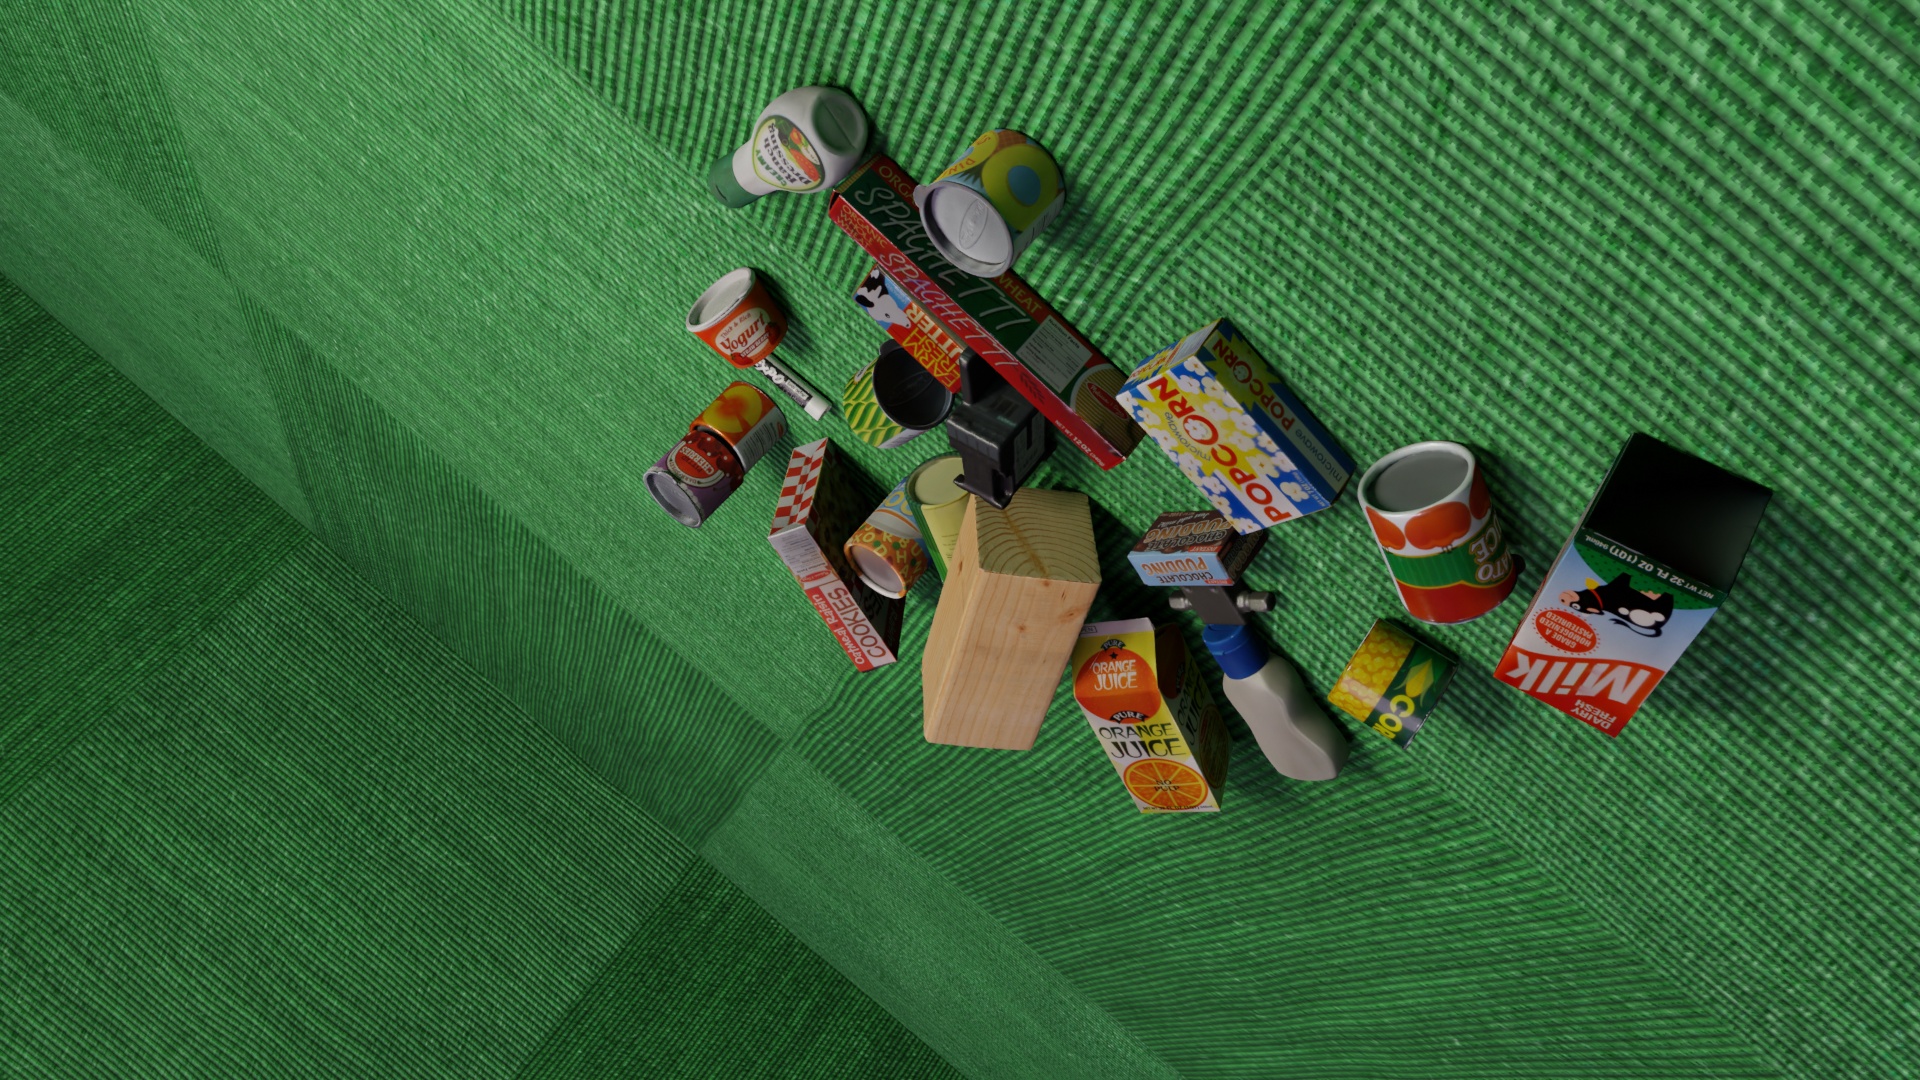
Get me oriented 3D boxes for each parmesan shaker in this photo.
[{"bbox_3d":[0.004,-0.014,1.102,0.071,0.071,0.102,17,144,37],"label":"parmesan shaker"}]

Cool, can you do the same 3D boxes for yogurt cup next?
[{"bbox_3d":[-0.172,-0.172,1.086,0.072,0.072,0.054,4,144,49],"label":"yogurt cup"}]

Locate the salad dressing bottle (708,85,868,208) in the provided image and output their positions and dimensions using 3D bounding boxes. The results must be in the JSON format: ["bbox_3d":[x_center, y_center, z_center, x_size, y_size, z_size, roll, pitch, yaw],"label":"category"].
[{"bbox_3d":[-0.118,-0.254,0.915,0.147,0.044,0.064,-5,128,54],"label":"salad dressing bottle"}]

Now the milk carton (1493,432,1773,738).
[{"bbox_3d":[0.346,0.038,0.740,0.072,0.074,0.189,29,151,19],"label":"milk carton"}]

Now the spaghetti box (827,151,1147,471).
[{"bbox_3d":[0.022,-0.147,0.893,0.250,0.050,0.028,42,151,-4],"label":"spaghetti box"}]

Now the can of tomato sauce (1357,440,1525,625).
[{"bbox_3d":[0.270,-0.005,0.779,0.071,0.071,0.083,6,137,47],"label":"can of tomato sauce"}]

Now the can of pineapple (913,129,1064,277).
[{"bbox_3d":[0.018,-0.199,0.812,0.071,0.058,0.070,30,151,19],"label":"can of pineapple"}]

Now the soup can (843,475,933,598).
[{"bbox_3d":[-0.048,-0.005,1.155,0.071,0.084,0.071,30,150,19],"label":"soup can"}]

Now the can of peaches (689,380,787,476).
[{"bbox_3d":[-0.199,-0.099,1.232,0.071,0.058,0.071,29,151,18],"label":"can of peaches"}]

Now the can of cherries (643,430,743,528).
[{"bbox_3d":[-0.231,-0.055,1.208,0.071,0.058,0.071,31,151,19],"label":"can of cherries"}]

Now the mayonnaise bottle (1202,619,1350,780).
[{"bbox_3d":[0.232,0.116,1.036,0.064,0.041,0.147,-4,129,52],"label":"mayonnaise bottle"}]

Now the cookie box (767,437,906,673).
[{"bbox_3d":[-0.102,0.014,1.209,0.040,0.123,0.166,-17,126,19],"label":"cookie box"}]

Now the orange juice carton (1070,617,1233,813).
[{"bbox_3d":[0.149,0.130,1.101,0.071,0.073,0.192,-8,130,29],"label":"orange juice carton"}]

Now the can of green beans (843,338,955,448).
[{"bbox_3d":[-0.046,-0.106,1.021,0.071,0.071,0.057,46,152,-12],"label":"can of green beans"}]

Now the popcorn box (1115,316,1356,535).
[{"bbox_3d":[0.166,-0.066,0.846,0.126,0.038,0.085,46,153,-11],"label":"popcorn box"}]

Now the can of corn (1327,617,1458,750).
[{"bbox_3d":[0.280,0.094,0.907,0.058,0.071,0.070,33,152,15],"label":"can of corn"}]

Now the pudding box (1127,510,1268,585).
[{"bbox_3d":[0.161,0.005,0.947,0.083,0.050,0.030,-2,130,52],"label":"pudding box"}]

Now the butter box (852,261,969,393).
[{"bbox_3d":[-0.025,-0.152,0.971,0.103,0.024,0.053,43,152,-6],"label":"butter box"}]
